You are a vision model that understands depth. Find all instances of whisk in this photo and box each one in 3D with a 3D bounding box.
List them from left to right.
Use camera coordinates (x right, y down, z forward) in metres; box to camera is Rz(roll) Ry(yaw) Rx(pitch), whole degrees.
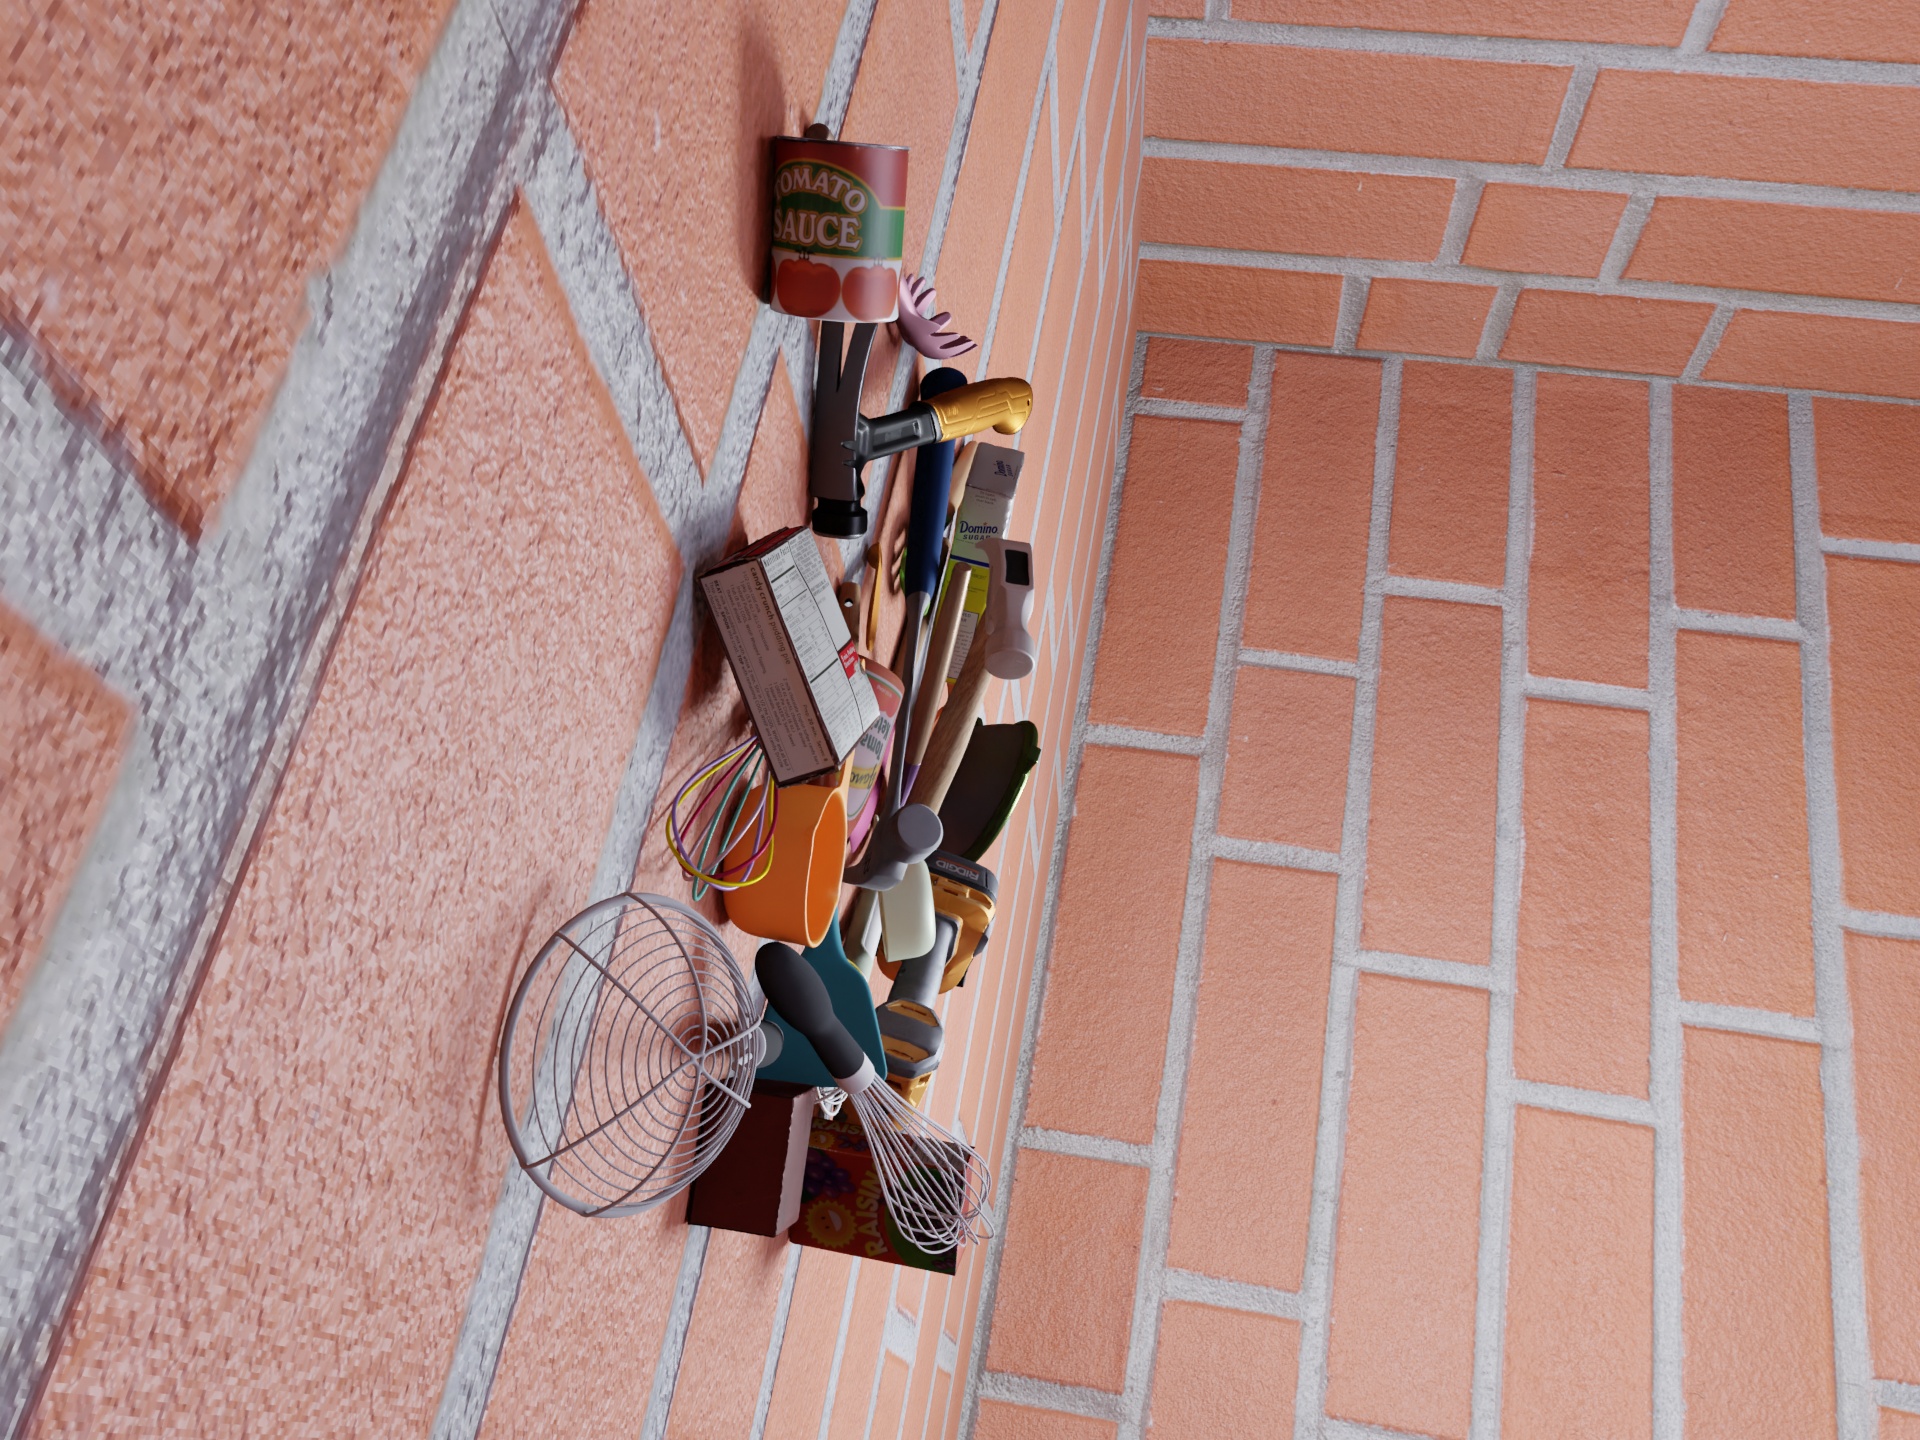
[{"bbox_3d":[-0.102,0.020,0.826,0.245,0.047,0.051,-73,167,-63],"label":"whisk"},{"bbox_3d":[-0.078,0.189,1.124,0.246,0.059,0.057,-76,143,-62],"label":"whisk"},{"bbox_3d":[-0.050,0.222,0.922,0.070,0.070,0.284,-74,146,-45],"label":"whisk"}]

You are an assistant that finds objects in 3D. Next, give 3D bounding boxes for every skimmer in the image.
[{"bbox_3d":[-0.135,0.155,0.762,0.363,0.090,0.127,109,-14,-80],"label":"skimmer"}]

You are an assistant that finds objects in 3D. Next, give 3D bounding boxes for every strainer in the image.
[{"bbox_3d":[0.000,0.036,1.456,0.151,0.069,0.256,-58,-166,16],"label":"strainer"}]

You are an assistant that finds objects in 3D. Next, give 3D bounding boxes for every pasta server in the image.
[{"bbox_3d":[-0.042,-0.288,0.976,0.060,0.040,0.316,55,4,12],"label":"pasta server"}]

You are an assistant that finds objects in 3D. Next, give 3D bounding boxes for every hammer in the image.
[{"bbox_3d":[-0.034,-0.073,1.118,0.144,0.035,0.406,134,-33,-57],"label":"hammer"},{"bbox_3d":[-0.015,-0.208,1.056,0.337,0.034,0.127,-37,135,-65],"label":"hammer"},{"bbox_3d":[-0.002,-0.004,1.102,0.331,0.031,0.130,112,-16,-54],"label":"hammer"}]

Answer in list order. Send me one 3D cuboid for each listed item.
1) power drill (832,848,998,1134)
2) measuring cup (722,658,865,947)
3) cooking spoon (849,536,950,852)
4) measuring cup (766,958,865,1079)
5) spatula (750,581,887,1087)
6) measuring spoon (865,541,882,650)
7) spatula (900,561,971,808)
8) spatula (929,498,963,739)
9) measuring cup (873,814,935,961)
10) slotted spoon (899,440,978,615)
[{"bbox_3d":[-0.045,0.233,1.230,0.226,0.084,0.185,-71,-178,-50],"label":"power drill"},{"bbox_3d":[-0.091,0.040,0.888,0.095,0.052,0.174,81,16,-63],"label":"measuring cup"},{"bbox_3d":[-0.046,-0.032,1.237,0.068,0.017,0.319,89,12,-50],"label":"cooking spoon"},{"bbox_3d":[-0.107,0.212,0.994,0.029,0.062,0.157,-28,-160,43],"label":"measuring cup"},{"bbox_3d":[-0.079,0.066,0.996,0.044,0.082,0.317,118,-25,-80],"label":"spatula"},{"bbox_3d":[-0.060,-0.083,1.059,0.117,0.011,0.021,-88,175,-51],"label":"measuring spoon"},{"bbox_3d":[-0.031,0.009,1.219,0.060,0.018,0.315,-74,180,-51],"label":"spatula"},{"bbox_3d":[-0.015,-0.088,1.400,0.081,0.041,0.323,80,15,-68],"label":"spatula"},{"bbox_3d":[-0.043,0.112,1.174,0.168,0.038,0.083,-103,-171,-63],"label":"measuring cup"},{"bbox_3d":[-0.013,-0.174,1.319,0.314,0.031,0.070,-72,171,-60],"label":"slotted spoon"}]
